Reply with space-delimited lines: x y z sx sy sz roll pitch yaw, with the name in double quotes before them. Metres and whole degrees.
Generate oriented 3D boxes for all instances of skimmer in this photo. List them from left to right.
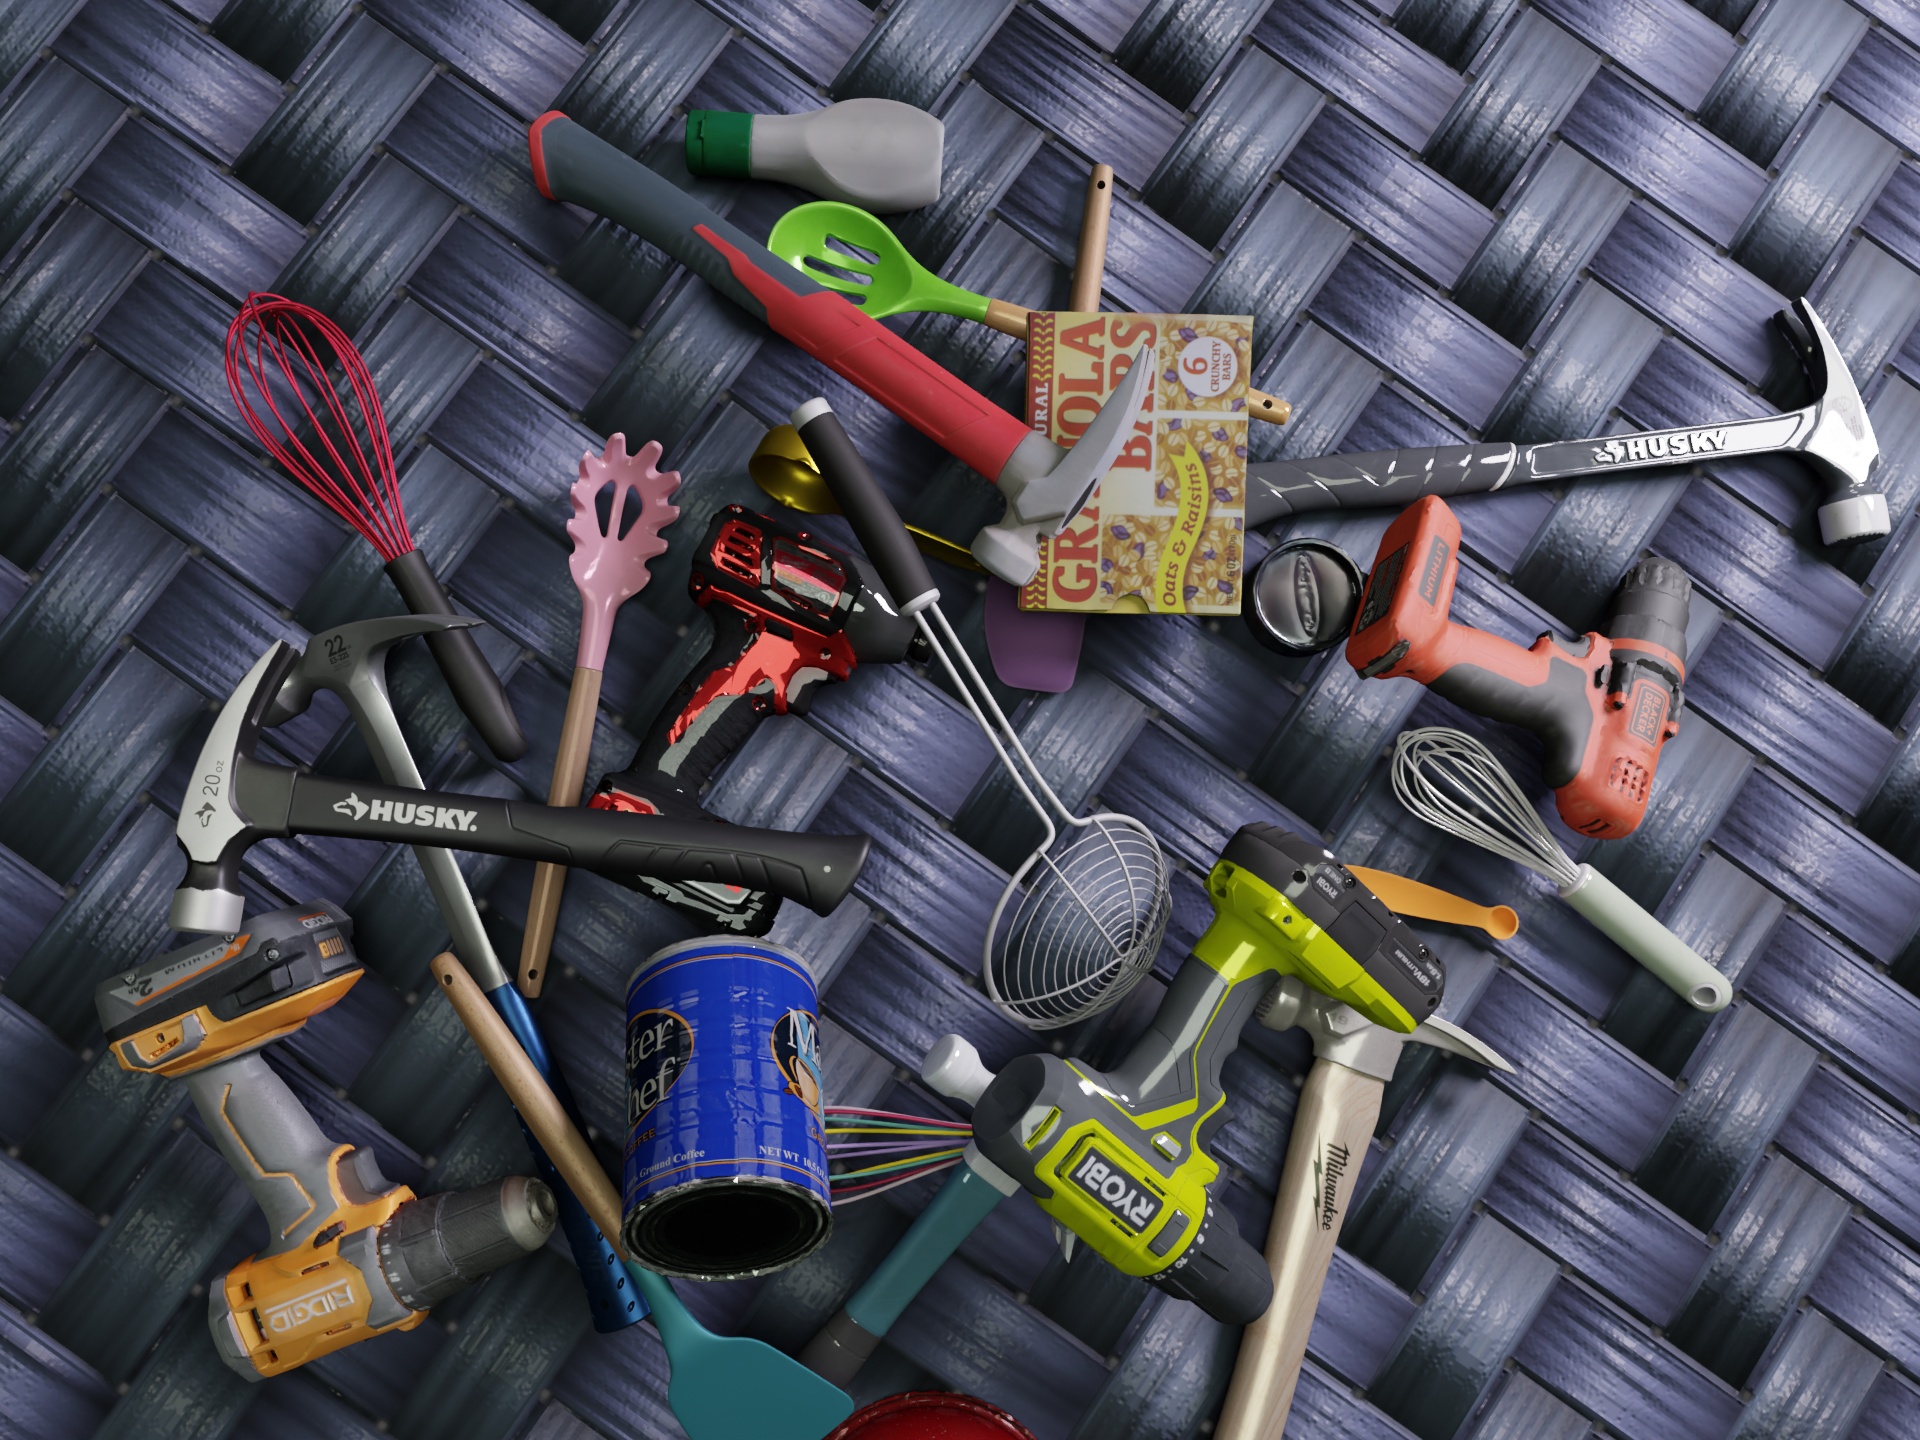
"skimmer" -0.001 -0.003 0.866 0.127 0.090 0.363 -30 88 -25

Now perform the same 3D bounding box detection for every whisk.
"whisk" -0.320 -0.106 0.883 0.073 0.073 0.296 -29 92 -6
"whisk" 0.003 0.234 0.881 0.245 0.051 0.047 -3 105 -8
"whisk" 0.346 0.086 0.913 0.246 0.059 0.057 39 120 -3

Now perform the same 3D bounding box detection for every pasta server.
"pasta server" -0.212 -0.002 0.889 0.060 0.040 0.316 11 85 -19

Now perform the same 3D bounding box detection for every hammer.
"hammer" -0.252 0.133 0.857 0.144 0.035 0.405 -24 90 18
"hammer" -0.212 0.051 0.801 0.334 0.035 0.146 7 80 -6
"hammer" -0.080 -0.240 0.879 0.386 0.038 0.143 37 103 11
"hammer" -0.061 0.328 0.846 0.128 0.033 0.331 39 91 -15
"hammer" 0.180 0.351 0.879 0.146 0.038 0.411 19 84 -3
"hammer" 0.339 -0.157 0.939 0.409 0.036 0.149 -7 84 -4

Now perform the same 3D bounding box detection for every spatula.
"spatula" -0.179 0.251 0.821 0.082 0.044 0.317 -37 82 7
"spatula" 0.060 -0.174 0.932 0.060 0.018 0.316 9 85 0

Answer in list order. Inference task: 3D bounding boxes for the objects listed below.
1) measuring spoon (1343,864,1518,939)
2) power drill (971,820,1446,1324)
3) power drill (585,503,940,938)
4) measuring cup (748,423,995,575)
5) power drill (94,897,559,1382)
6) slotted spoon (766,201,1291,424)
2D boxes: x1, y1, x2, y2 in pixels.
"measuring spoon" 0.265 0.104 0.922 0.117 0.011 0.021 15 84 2
"power drill" 0.141 0.186 0.824 0.190 0.080 0.228 42 83 -17
"power drill" -0.111 0.003 0.877 0.143 0.078 0.220 24 80 -2
"measuring cup" -0.044 -0.125 0.908 0.156 0.062 0.029 23 69 -9
"power drill" -0.327 0.210 0.828 0.185 0.084 0.226 -22 89 7
"slotted spoon" 0.039 -0.225 0.915 0.314 0.031 0.070 19 86 3
